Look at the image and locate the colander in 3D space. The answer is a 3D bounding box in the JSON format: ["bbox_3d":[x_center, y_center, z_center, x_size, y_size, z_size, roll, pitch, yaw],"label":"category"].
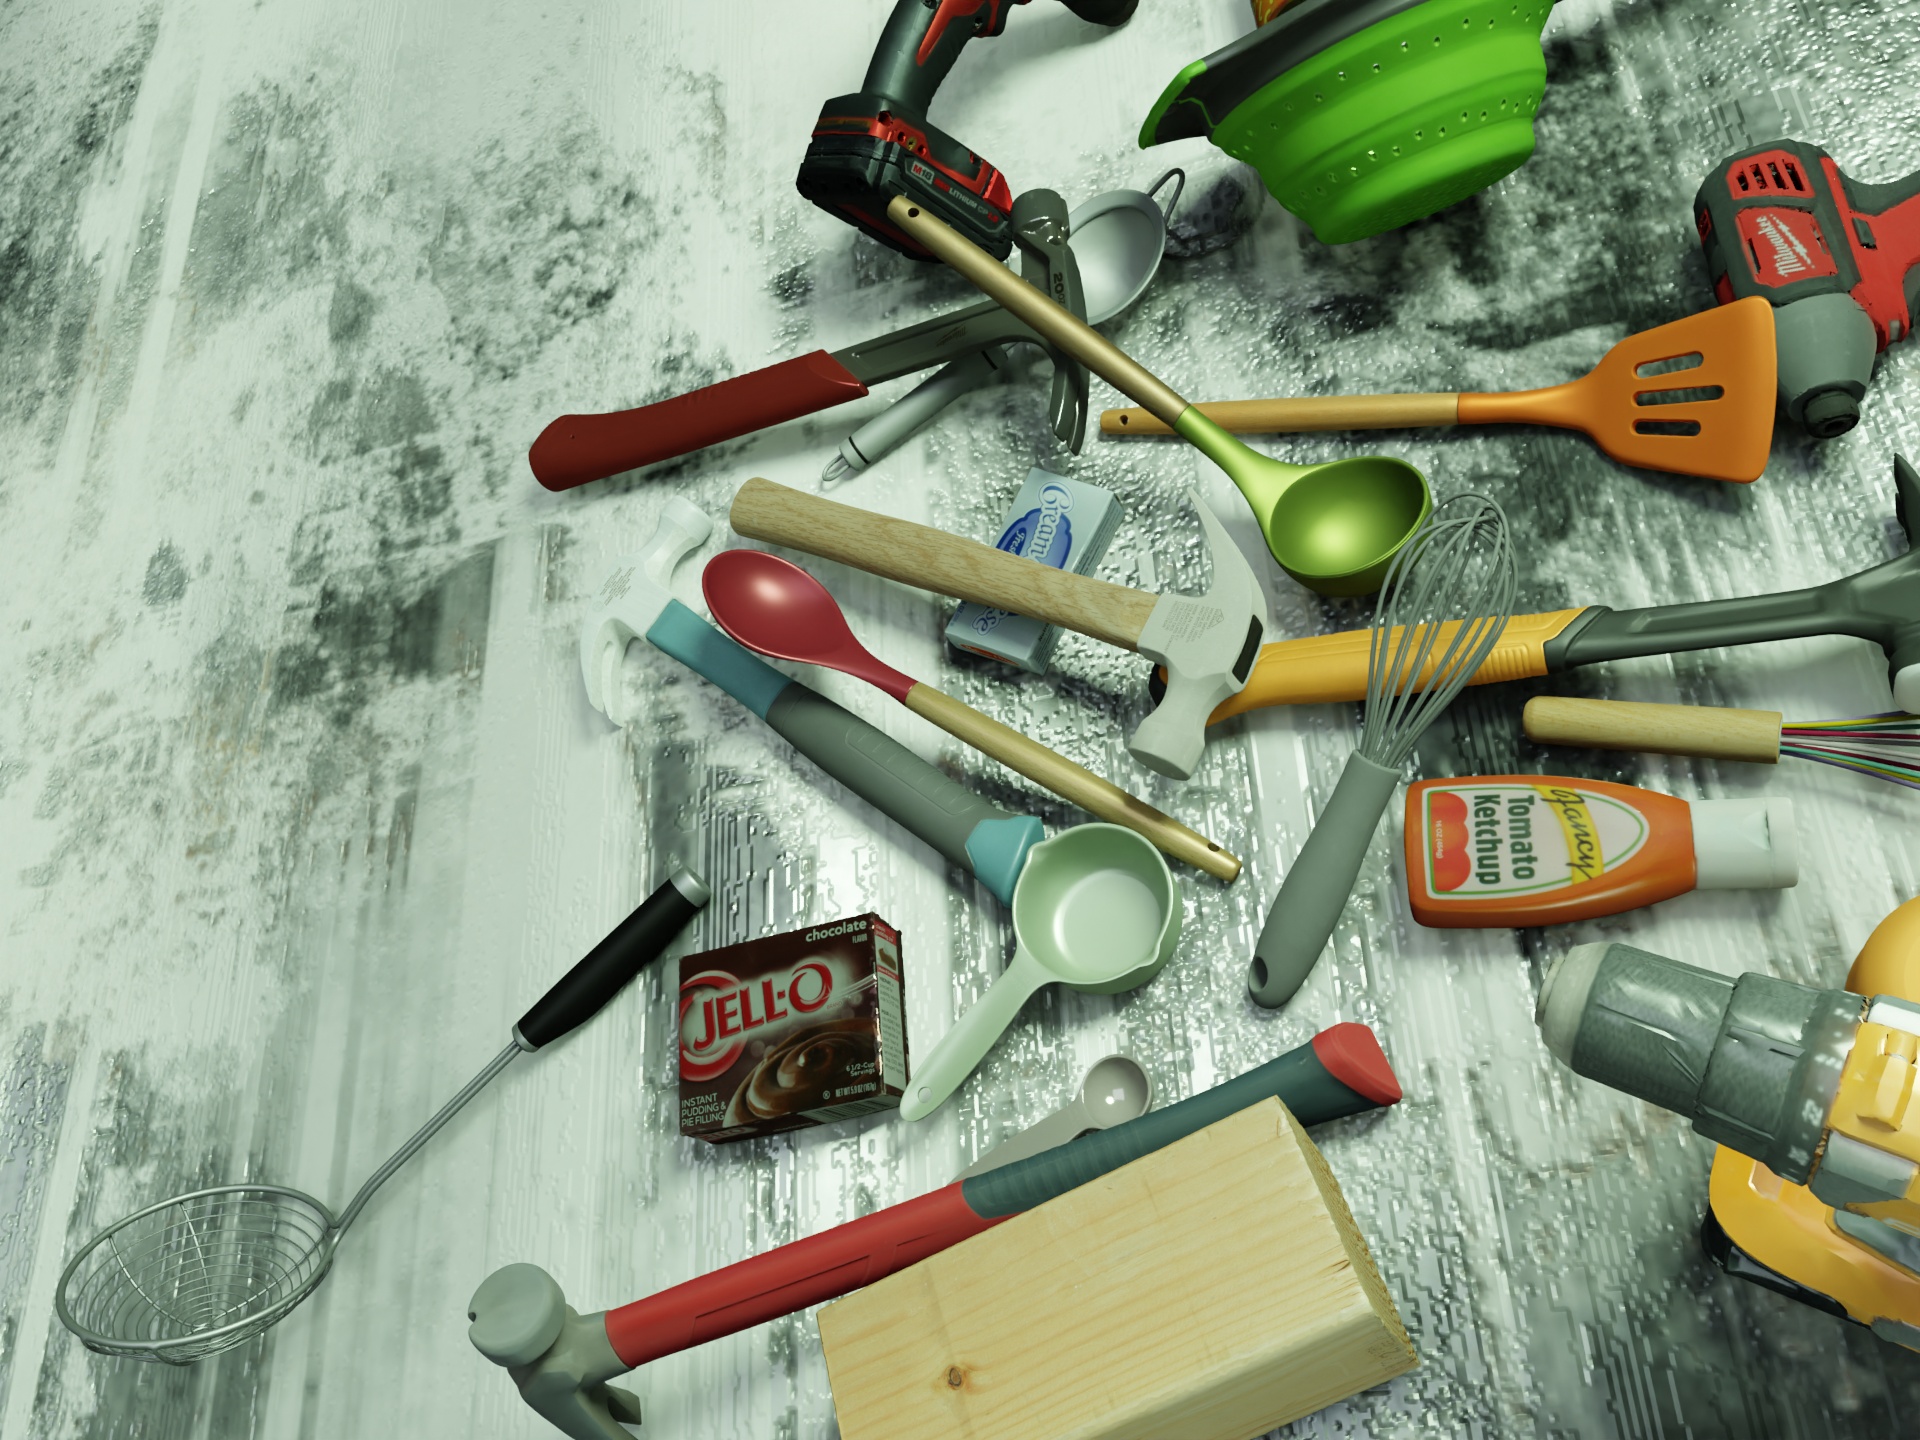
[{"bbox_3d":[0.291,-0.328,0.792,0.397,0.204,0.094,-21,94,-4],"label":"colander"}]

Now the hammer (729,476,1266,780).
[{"bbox_3d":[0.005,-0.078,0.808,0.331,0.031,0.130,21,77,36],"label":"hammer"}]

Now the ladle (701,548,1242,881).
[{"bbox_3d":[-0.001,-0.003,0.785,0.315,0.031,0.069,29,43,20],"label":"ladle"}]

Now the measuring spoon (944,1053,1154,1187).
[{"bbox_3d":[0.037,0.193,0.714,0.124,0.018,0.034,-37,51,12],"label":"measuring spoon"}]

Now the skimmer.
[{"bbox_3d":[-0.287,0.187,0.810,0.363,0.090,0.127,-43,26,-2],"label":"skimmer"}]

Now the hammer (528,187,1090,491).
[{"bbox_3d":[-0.097,-0.179,0.903,0.359,0.036,0.149,-12,69,26],"label":"hammer"}]

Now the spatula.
[{"bbox_3d":[0.217,-0.152,0.775,0.323,0.041,0.081,3,97,27],"label":"spatula"}]

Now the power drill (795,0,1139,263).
[{"bbox_3d":[0.014,-0.380,0.912,0.080,0.187,0.226,20,93,44],"label":"power drill"}]

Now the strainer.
[{"bbox_3d":[0.025,-0.211,0.887,0.258,0.050,0.087,-34,52,12],"label":"strainer"}]

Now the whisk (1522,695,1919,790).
[{"bbox_3d":[0.355,0.013,0.642,0.245,0.047,0.051,5,57,30],"label":"whisk"}]

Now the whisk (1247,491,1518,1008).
[{"bbox_3d":[0.173,0.017,0.672,0.055,0.055,0.239,30,107,31],"label":"whisk"}]

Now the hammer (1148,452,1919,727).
[{"bbox_3d":[0.247,-0.039,0.702,0.337,0.034,0.127,-7,43,25],"label":"hammer"}]

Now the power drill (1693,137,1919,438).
[{"bbox_3d":[0.445,-0.205,0.683,0.219,0.078,0.143,-12,63,21],"label":"power drill"}]

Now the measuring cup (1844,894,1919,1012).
[{"bbox_3d":[0.402,0.126,0.559,0.095,0.052,0.174,-47,56,-3],"label":"measuring cup"}]

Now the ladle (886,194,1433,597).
[{"bbox_3d":[0.088,-0.169,0.773,0.320,0.062,0.078,39,76,11],"label":"ladle"}]

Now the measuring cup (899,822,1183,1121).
[{"bbox_3d":[0.035,0.122,0.732,0.167,0.038,0.083,-48,58,-1],"label":"measuring cup"}]

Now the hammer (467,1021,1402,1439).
[{"bbox_3d":[0.001,0.219,0.679,0.386,0.143,0.038,-20,45,1],"label":"hammer"}]

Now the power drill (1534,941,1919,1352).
[{"bbox_3d":[0.283,0.138,0.504,0.185,0.226,0.084,18,75,29],"label":"power drill"}]

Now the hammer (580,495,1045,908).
[{"bbox_3d":[-0.084,-0.004,0.842,0.331,0.033,0.128,33,82,31],"label":"hammer"}]
